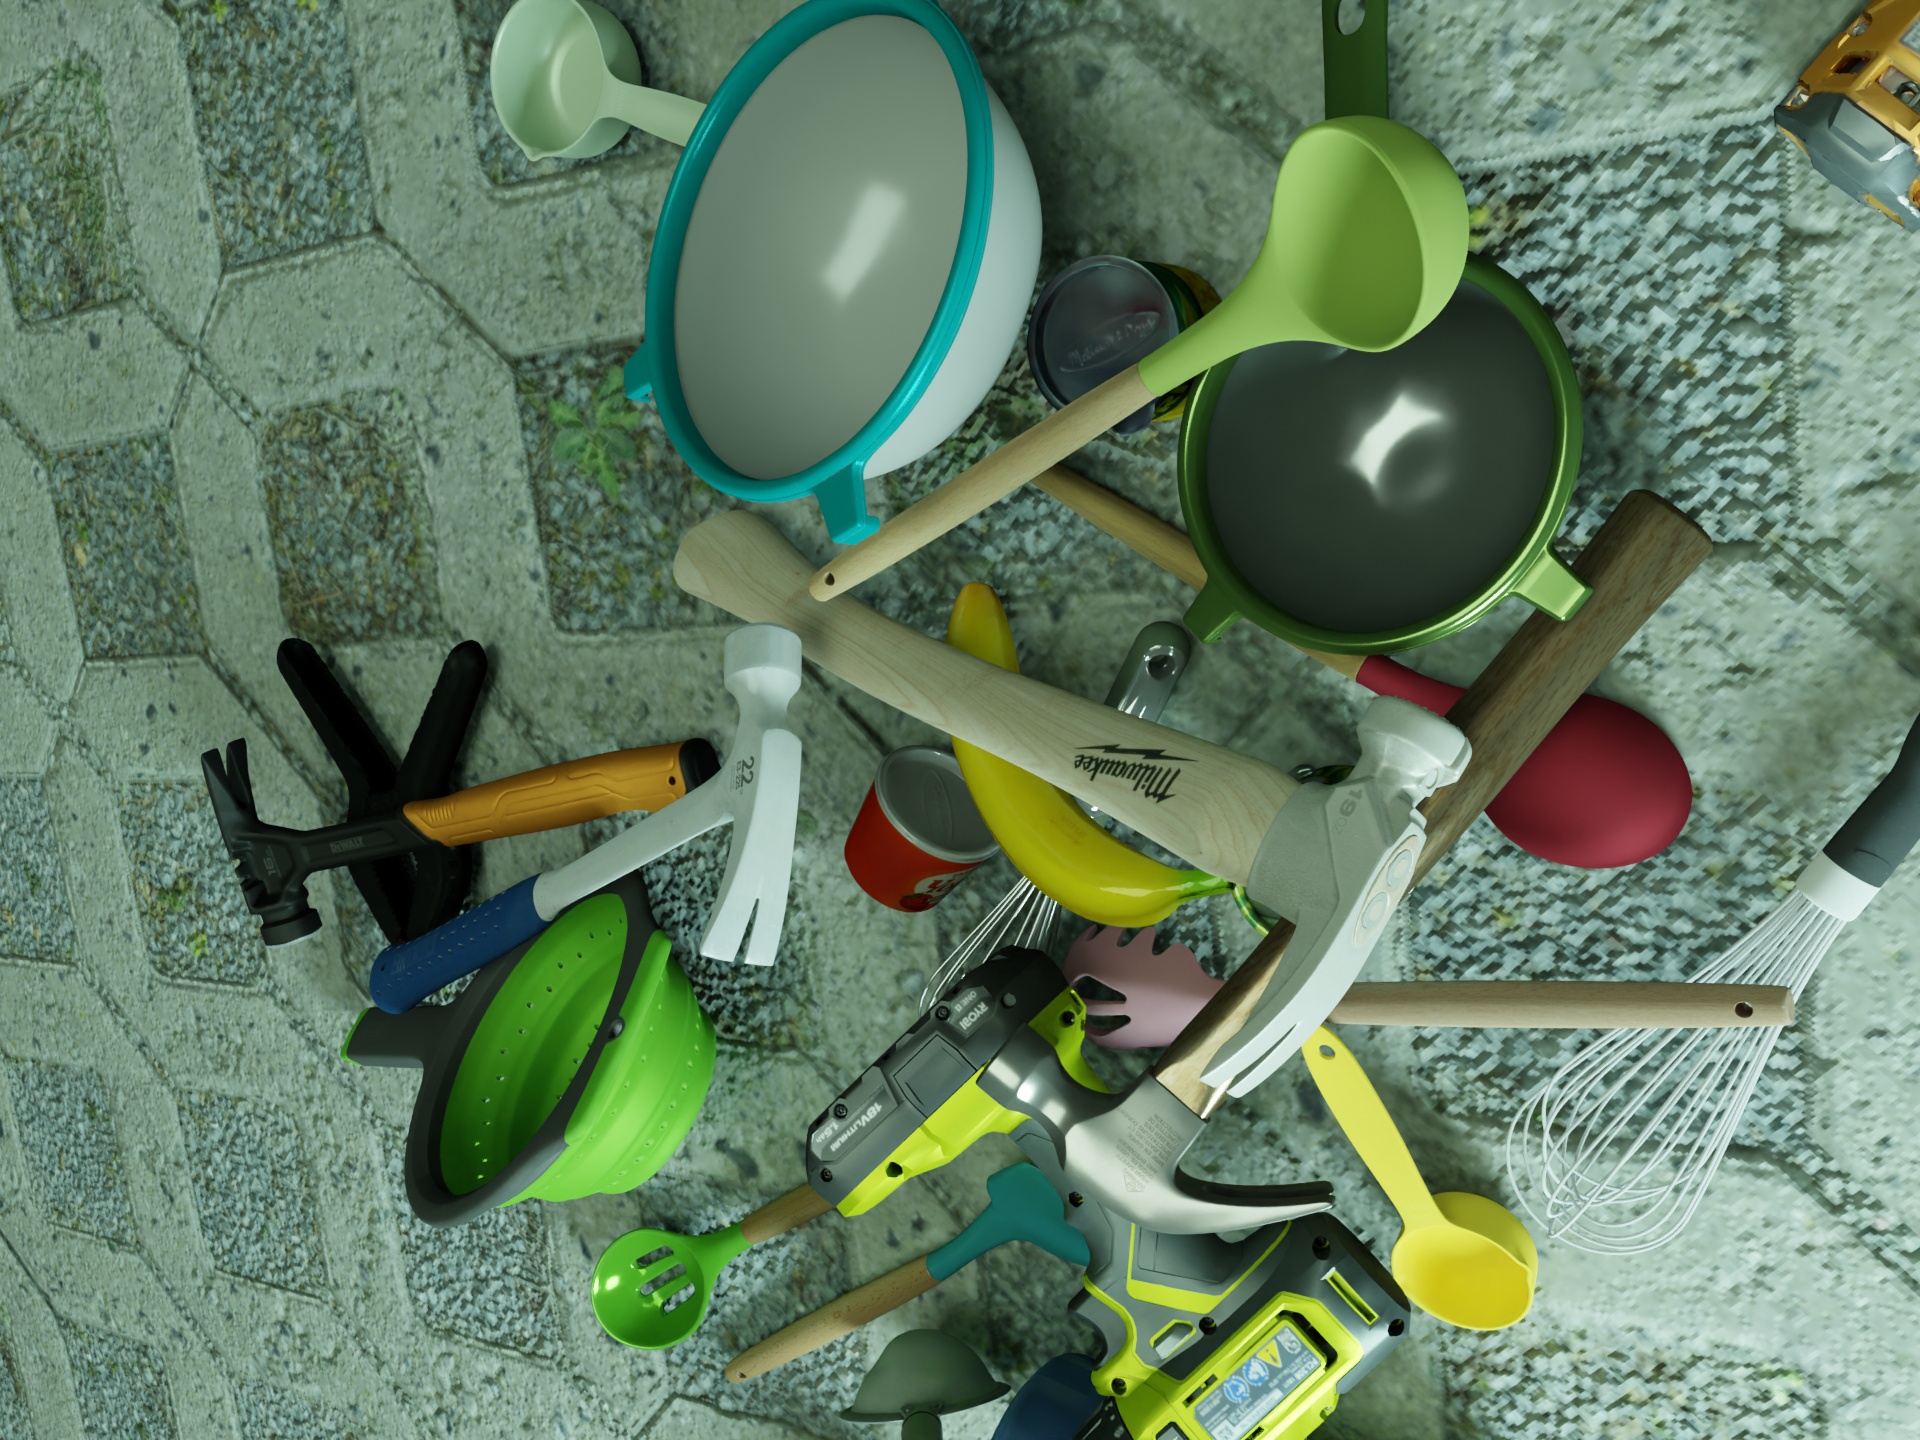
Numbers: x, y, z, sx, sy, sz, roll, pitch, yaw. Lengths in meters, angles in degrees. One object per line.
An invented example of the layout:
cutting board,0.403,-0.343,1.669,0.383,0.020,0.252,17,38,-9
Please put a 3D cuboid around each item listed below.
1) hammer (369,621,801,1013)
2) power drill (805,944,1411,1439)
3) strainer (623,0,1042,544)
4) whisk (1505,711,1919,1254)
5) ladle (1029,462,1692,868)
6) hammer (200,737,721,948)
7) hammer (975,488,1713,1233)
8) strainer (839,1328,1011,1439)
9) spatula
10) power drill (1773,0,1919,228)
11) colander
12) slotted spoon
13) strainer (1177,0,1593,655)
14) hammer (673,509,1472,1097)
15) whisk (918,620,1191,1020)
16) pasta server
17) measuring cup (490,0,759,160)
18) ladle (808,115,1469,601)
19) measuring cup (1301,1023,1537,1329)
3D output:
hammer,-0.203,0.091,0.796,0.405,0.035,0.144,-28,55,44
power drill,0.044,0.228,0.668,0.190,0.080,0.228,-44,80,6
strainer,-0.011,-0.245,0.660,0.211,0.095,0.340,37,108,41
whisk,0.295,0.085,0.571,0.070,0.070,0.284,37,113,19
ladle,0.145,-0.037,0.651,0.316,0.031,0.069,34,116,23
hammer,-0.285,0.047,0.897,0.337,0.034,0.127,-11,101,23
hammer,0.156,0.056,0.591,0.130,0.031,0.331,40,98,9
strainer,-0.017,0.322,0.730,0.087,0.258,0.050,-9,82,-3
spatula,-0.033,0.300,0.826,0.082,0.044,0.317,45,124,-9
power drill,0.382,-0.179,0.443,0.226,0.084,0.185,49,120,18
colander,-0.248,0.195,0.907,0.094,0.205,0.397,36,151,-29
slotted spoon,-0.097,0.273,0.871,0.313,0.031,0.070,-35,82,31
strainer,0.161,-0.151,0.598,0.151,0.069,0.256,-3,87,36
hammer,-0.001,-0.002,0.665,0.411,0.038,0.146,27,84,42
whisk,0.044,0.064,0.725,0.057,0.059,0.246,19,111,-15
pasta server,0.163,0.111,0.641,0.316,0.040,0.060,-8,97,40
measuring cup,-0.155,-0.299,0.769,0.168,0.038,0.083,26,114,22
ladle,0.045,-0.116,0.605,0.320,0.062,0.078,-28,87,35
measuring cup,0.185,0.181,0.654,0.062,0.029,0.156,-25,101,38
